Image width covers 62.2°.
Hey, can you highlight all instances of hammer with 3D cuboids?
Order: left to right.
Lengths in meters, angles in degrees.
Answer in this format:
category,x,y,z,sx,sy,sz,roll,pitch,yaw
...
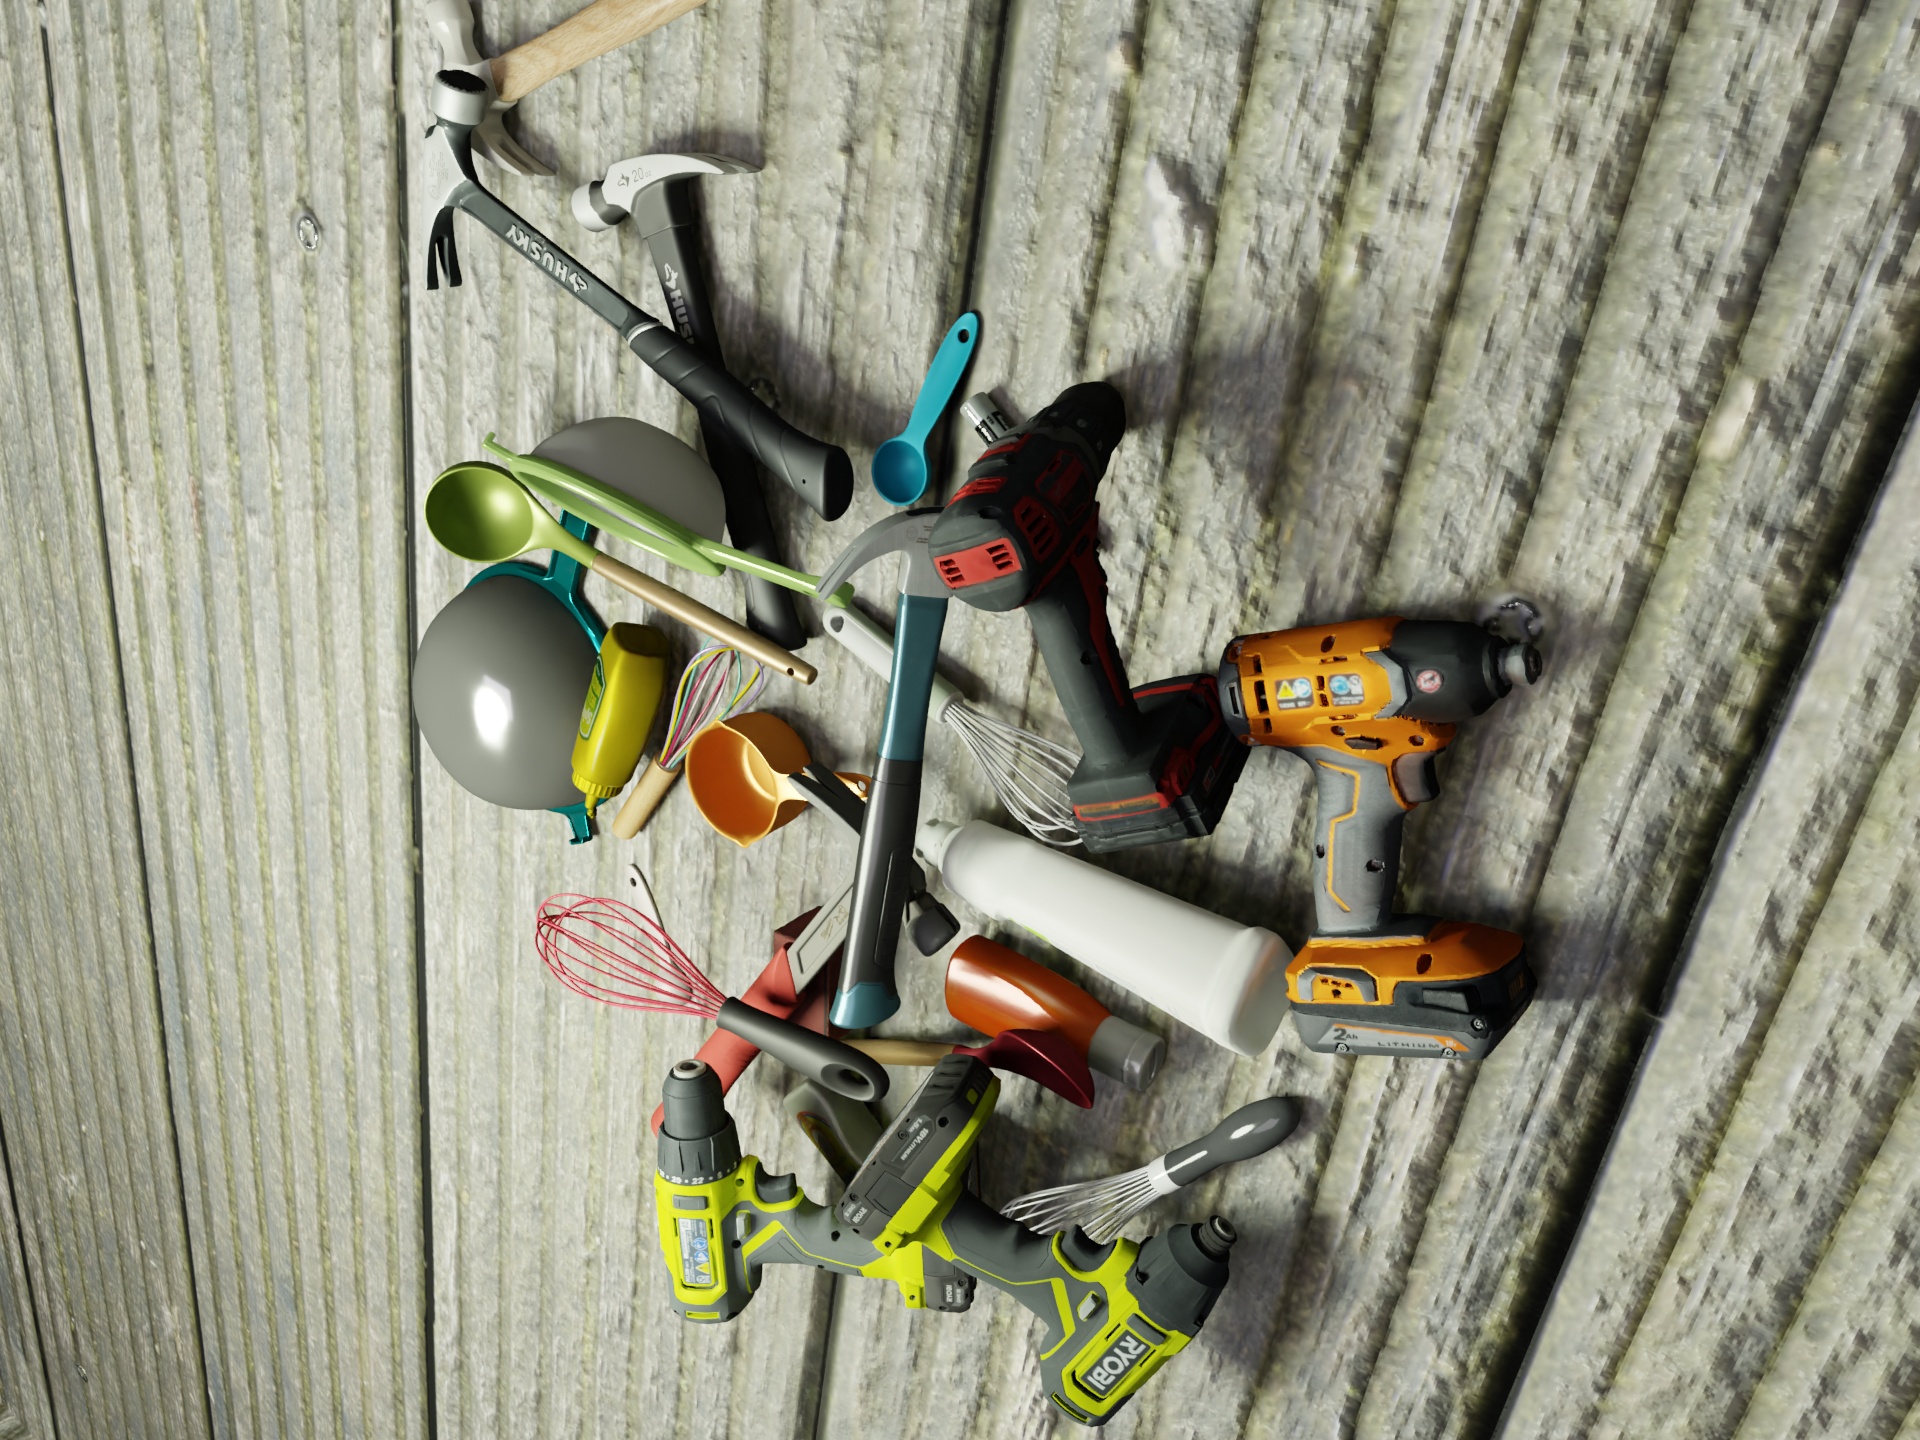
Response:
category,x,y,z,sx,sy,sz,roll,pitch,yaw
hammer,-0.223,-0.443,1.014,0.331,0.031,0.130,-5,104,38
hammer,-0.221,-0.258,1.038,0.409,0.036,0.149,40,129,19
hammer,-0.158,-0.207,1.055,0.146,0.035,0.334,-5,104,39
hammer,-0.140,0.191,1.123,0.149,0.037,0.359,47,127,12
hammer,-0.037,0.034,0.957,0.033,0.128,0.331,-122,39,-69

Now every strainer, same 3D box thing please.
category,x,y,z,sx,sy,sz,roll,pitch,yaw
strainer,-0.342,-0.059,1.213,0.211,0.095,0.340,39,128,19
strainer,-0.163,-0.137,0.999,0.256,0.151,0.069,22,84,26

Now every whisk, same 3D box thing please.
category,x,y,z,sx,sy,sz,roll,pitch,yaw
whisk,-0.213,0.017,1.180,0.051,0.047,0.245,49,132,10
whisk,-0.177,0.192,1.094,0.296,0.073,0.073,22,120,20
whisk,-0.002,-0.003,1.008,0.246,0.059,0.057,39,115,25
whisk,0.113,0.308,1.039,0.284,0.070,0.070,-39,82,35

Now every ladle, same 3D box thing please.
category,x,y,z,sx,sy,sz,roll,pitch,yaw
ladle,-0.237,-0.094,1.094,0.320,0.062,0.078,28,125,19
ladle,-0.016,0.230,1.088,0.315,0.031,0.069,-12,124,52

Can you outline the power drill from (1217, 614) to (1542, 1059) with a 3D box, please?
category,x,y,z,sx,sy,sz,roll,pitch,yaw
power drill,0.233,0.057,0.831,0.164,0.084,0.226,-7,99,38

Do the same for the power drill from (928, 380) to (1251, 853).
category,x,y,z,sx,sy,sz,roll,pitch,yaw
power drill,0.079,-0.063,0.863,0.080,0.188,0.226,-13,118,35

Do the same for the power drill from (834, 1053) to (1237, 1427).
category,x,y,z,sx,sy,sz,roll,pitch,yaw
power drill,0.049,0.320,1.000,0.223,0.080,0.171,36,114,3

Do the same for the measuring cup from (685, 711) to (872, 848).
category,x,y,z,sx,sy,sz,roll,pitch,yaw
measuring cup,-0.112,0.037,1.105,0.174,0.052,0.095,0,107,36

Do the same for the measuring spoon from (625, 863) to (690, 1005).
category,x,y,z,sx,sy,sz,roll,pitch,yaw
measuring spoon,-0.251,0.176,1.286,0.034,0.018,0.124,-14,98,40

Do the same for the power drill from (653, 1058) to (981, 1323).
category,x,y,z,sx,sy,sz,roll,pitch,yaw
power drill,-0.104,0.331,1.117,0.228,0.080,0.190,0,106,8

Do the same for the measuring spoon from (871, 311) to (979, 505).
category,x,y,z,sx,sy,sz,roll,pitch,yaw
measuring spoon,-0.015,-0.189,0.968,0.042,0.021,0.128,38,117,21
